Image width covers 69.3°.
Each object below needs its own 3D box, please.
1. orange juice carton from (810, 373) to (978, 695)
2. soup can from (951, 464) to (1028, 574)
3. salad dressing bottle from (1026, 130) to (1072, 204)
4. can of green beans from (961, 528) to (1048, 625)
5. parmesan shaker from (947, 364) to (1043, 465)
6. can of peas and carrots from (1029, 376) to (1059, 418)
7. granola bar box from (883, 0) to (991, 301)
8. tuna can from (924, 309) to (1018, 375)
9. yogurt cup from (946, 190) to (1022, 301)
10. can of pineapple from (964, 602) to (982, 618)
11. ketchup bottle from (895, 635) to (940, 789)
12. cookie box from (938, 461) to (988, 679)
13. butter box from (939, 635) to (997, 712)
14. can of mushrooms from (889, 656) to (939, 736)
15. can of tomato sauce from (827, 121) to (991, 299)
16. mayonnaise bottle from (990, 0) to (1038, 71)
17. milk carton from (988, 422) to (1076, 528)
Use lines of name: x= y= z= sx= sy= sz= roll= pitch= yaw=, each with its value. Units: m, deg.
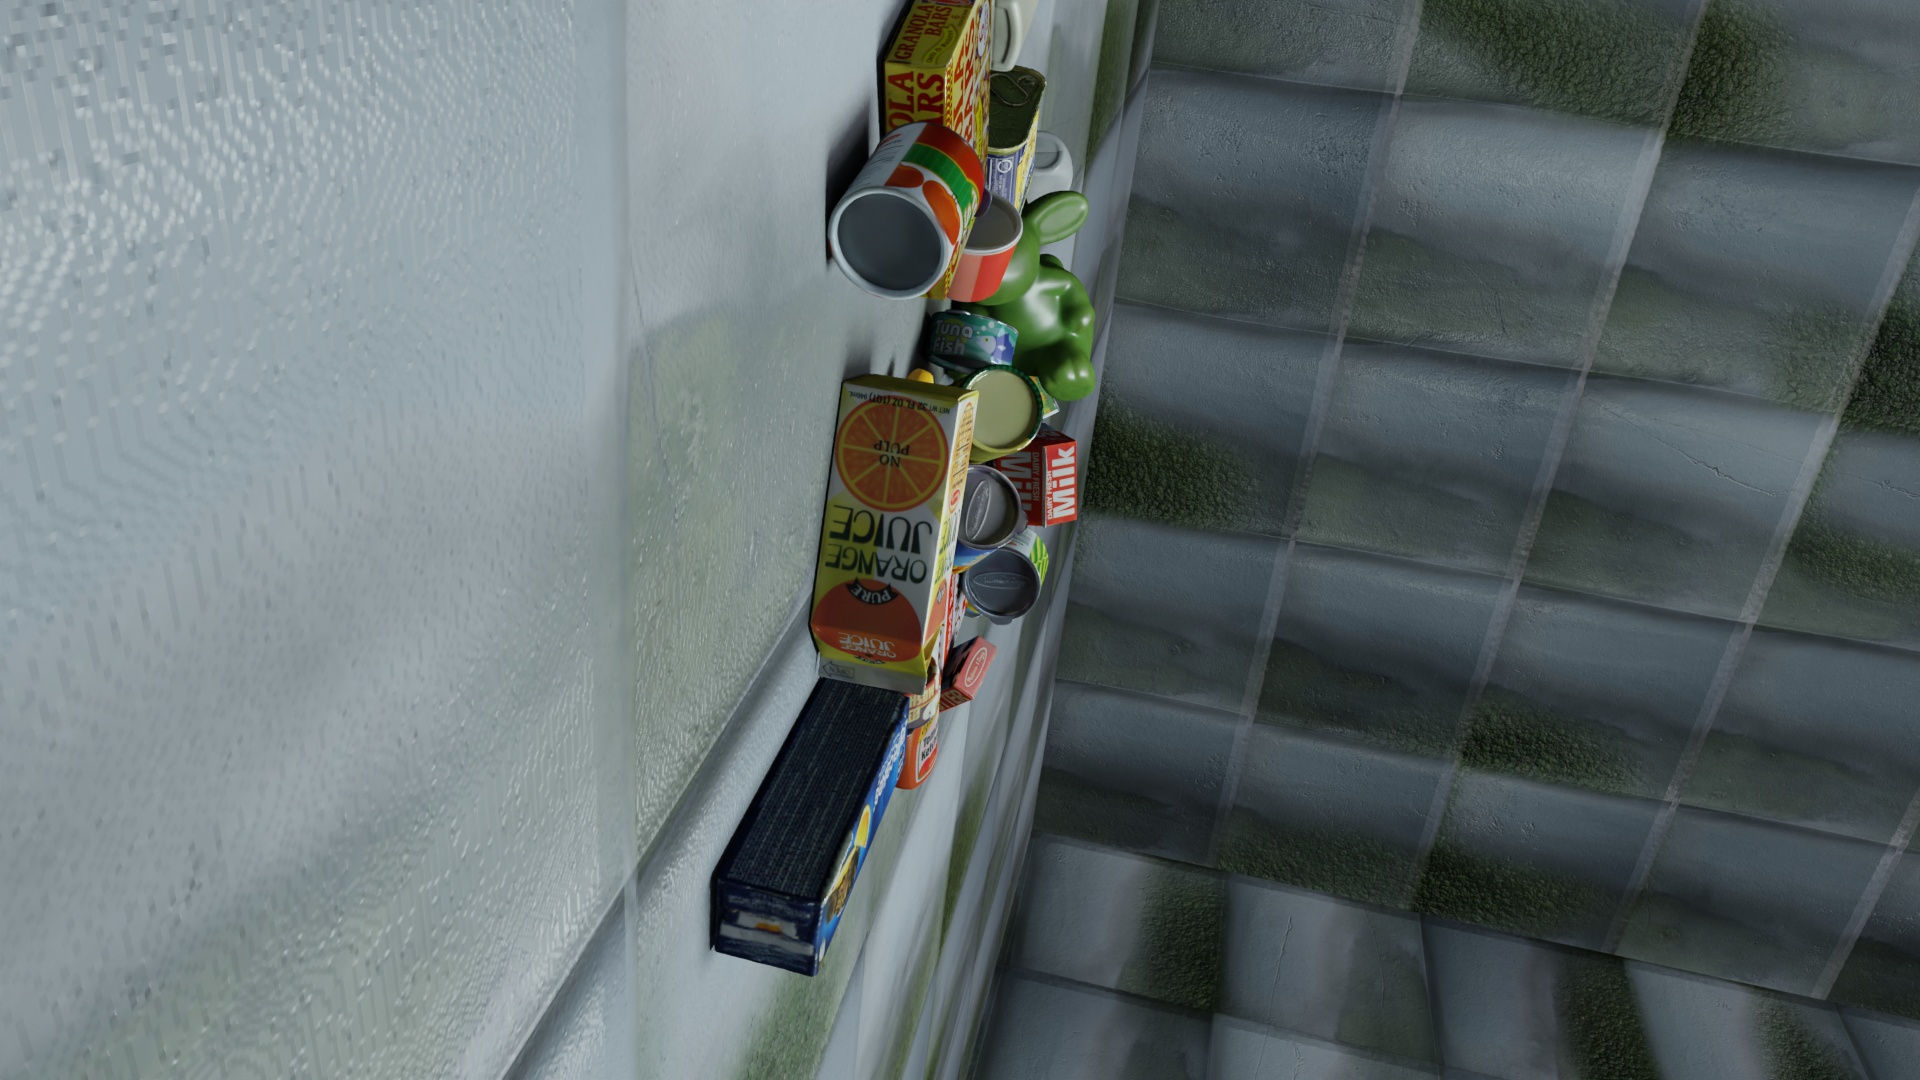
orange juice carton: x=-0.042 y=-0.001 z=0.854 sx=0.073 sy=0.072 sz=0.192 roll=-43 pitch=142 yaw=-76
soup can: x=0.004 y=-0.013 z=1.059 sx=0.083 sy=0.071 sz=0.071 roll=142 pitch=-36 yaw=-65
salad dressing bottle: x=0.063 y=-0.308 z=1.240 sx=0.147 sy=0.064 sz=0.044 roll=102 pitch=-16 yaw=-75
can of green beans: x=0.038 y=0.026 z=1.170 sx=0.058 sy=0.071 sz=0.071 roll=-63 pitch=162 yaw=-67
parmesan shaker: x=0.018 y=-0.092 z=1.031 sx=0.103 sy=0.071 sz=0.071 roll=171 pitch=-69 yaw=-74
can of peas and carrots: x=0.045 y=-0.131 z=1.199 sx=0.071 sy=0.059 sz=0.071 roll=63 pitch=5 yaw=-10
granola bar box: x=-0.013 y=-0.250 z=0.849 sx=0.164 sy=0.039 sz=0.125 roll=91 pitch=12 yaw=-50
tuna can: x=0.007 y=-0.145 z=1.029 sx=0.071 sy=0.071 sz=0.033 roll=42 pitch=59 yaw=-81
yogurt cup: x=0.005 y=-0.202 z=0.957 sx=0.053 sy=0.072 sz=0.073 roll=103 pitch=3 yaw=-51
can of pineapple: x=0.020 y=0.030 z=1.337 sx=0.071 sy=0.071 sz=0.057 roll=-70 pitch=167 yaw=-49
ketchup bottle: x=-0.040 y=0.131 z=1.141 sx=0.065 sy=0.043 sz=0.148 roll=-57 pitch=156 yaw=-53
cookie box: x=-0.013 y=0.019 z=1.194 sx=0.168 sy=0.040 sz=0.122 roll=-71 pitch=168 yaw=-51
butter box: x=-0.010 y=0.120 z=1.200 sx=0.103 sy=0.024 sz=0.053 roll=-32 pitch=-154 yaw=57
can of mushrooms: x=-0.047 y=0.102 z=0.962 sx=0.071 sy=0.071 sz=0.033 roll=-67 pitch=164 yaw=-57
can of tomato sauce: x=-0.026 y=-0.176 z=0.745 sx=0.083 sy=0.071 sz=0.070 roll=-69 pitch=167 yaw=-49
mayonnaise bottle: x=0.038 y=-0.403 z=1.003 sx=0.064 sy=0.041 sz=0.149 roll=93 pitch=10 yaw=-50
milk carton: x=0.060 y=-0.061 z=1.258 sx=0.191 sy=0.073 sz=0.072 roll=-127 pitch=-145 yaw=-77
